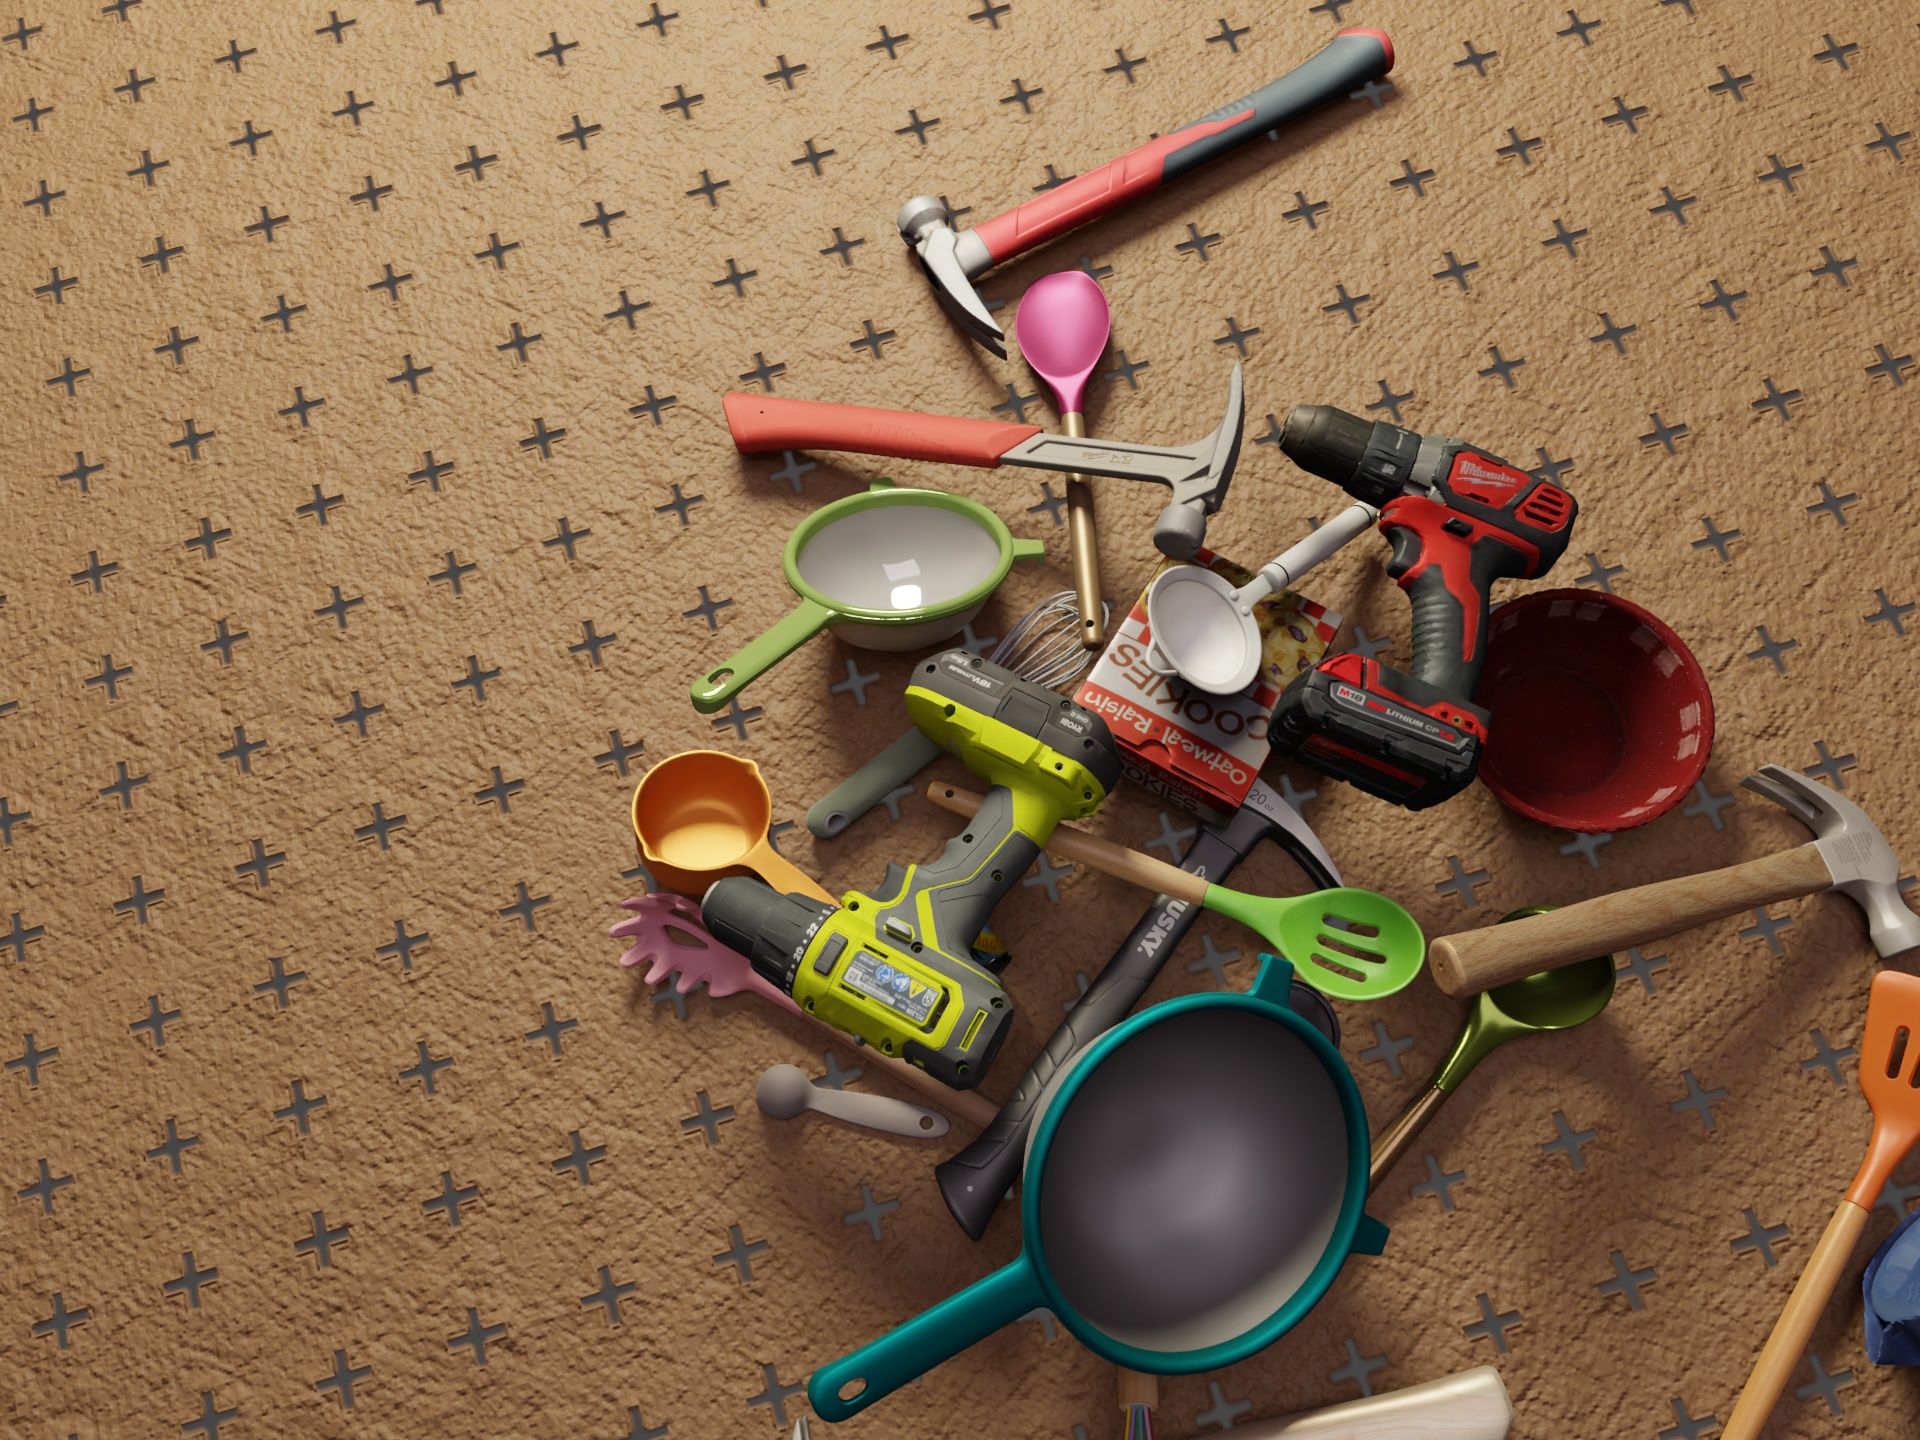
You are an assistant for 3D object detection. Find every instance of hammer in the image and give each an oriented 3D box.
[{"bbox_3d":[0.107,0.425,0.904,0.410,0.038,0.146,-14,70,-1],"label":"hammer"},{"bbox_3d":[0.099,0.171,0.973,0.146,0.035,0.335,34,72,13],"label":"hammer"},{"bbox_3d":[0.154,-0.397,1.158,0.386,0.038,0.143,-28,65,-6],"label":"hammer"},{"bbox_3d":[0.418,0.107,0.937,0.331,0.031,0.130,-10,67,-20],"label":"hammer"},{"bbox_3d":[0.007,-0.195,1.074,0.359,0.036,0.149,10,60,19],"label":"hammer"}]

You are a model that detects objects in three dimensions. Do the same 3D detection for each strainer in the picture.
[{"bbox_3d":[0.194,-0.085,1.015,0.258,0.050,0.087,-34,89,-30],"label":"strainer"},{"bbox_3d":[0.062,0.274,0.882,0.340,0.095,0.211,-25,103,-15],"label":"strainer"},{"bbox_3d":[-0.072,-0.060,1.020,0.152,0.069,0.256,26,49,30],"label":"strainer"}]

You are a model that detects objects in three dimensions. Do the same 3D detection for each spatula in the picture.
[{"bbox_3d":[0.503,0.298,0.915,0.081,0.041,0.323,24,76,41],"label":"spatula"}]

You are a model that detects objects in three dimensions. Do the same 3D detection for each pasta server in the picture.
[{"bbox_3d":[-0.075,0.195,0.988,0.316,0.040,0.060,29,110,10],"label":"pasta server"}]

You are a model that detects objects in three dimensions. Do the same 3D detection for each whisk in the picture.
[{"bbox_3d":[0.095,0.396,0.867,0.047,0.051,0.245,-5,47,9],"label":"whisk"},{"bbox_3d":[-0.002,-0.003,1.048,0.246,0.057,0.059,-38,39,-5],"label":"whisk"}]

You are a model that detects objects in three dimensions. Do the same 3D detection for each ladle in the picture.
[{"bbox_3d":[0.270,0.239,0.943,0.078,0.062,0.320,41,82,10],"label":"ladle"}]

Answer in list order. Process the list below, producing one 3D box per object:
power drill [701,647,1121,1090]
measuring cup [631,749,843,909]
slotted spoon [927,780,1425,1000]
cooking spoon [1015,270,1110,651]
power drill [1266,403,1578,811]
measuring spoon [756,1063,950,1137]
[{"bbox_3d":[-0.025,0.078,0.936,0.190,0.080,0.228,26,73,15],"label":"power drill"},{"bbox_3d":[-0.133,0.094,1.009,0.174,0.052,0.095,38,60,14],"label":"measuring cup"},{"bbox_3d":[0.126,0.095,0.971,0.314,0.031,0.070,20,69,11],"label":"slotted spoon"},{"bbox_3d":[0.078,-0.186,1.087,0.069,0.017,0.319,-8,61,9],"label":"cooking spoon"},{"bbox_3d":[0.258,-0.080,0.969,0.188,0.080,0.227,23,71,2],"label":"power drill"},{"bbox_3d":[-0.067,0.238,0.984,0.124,0.018,0.034,11,73,6],"label":"measuring spoon"}]
